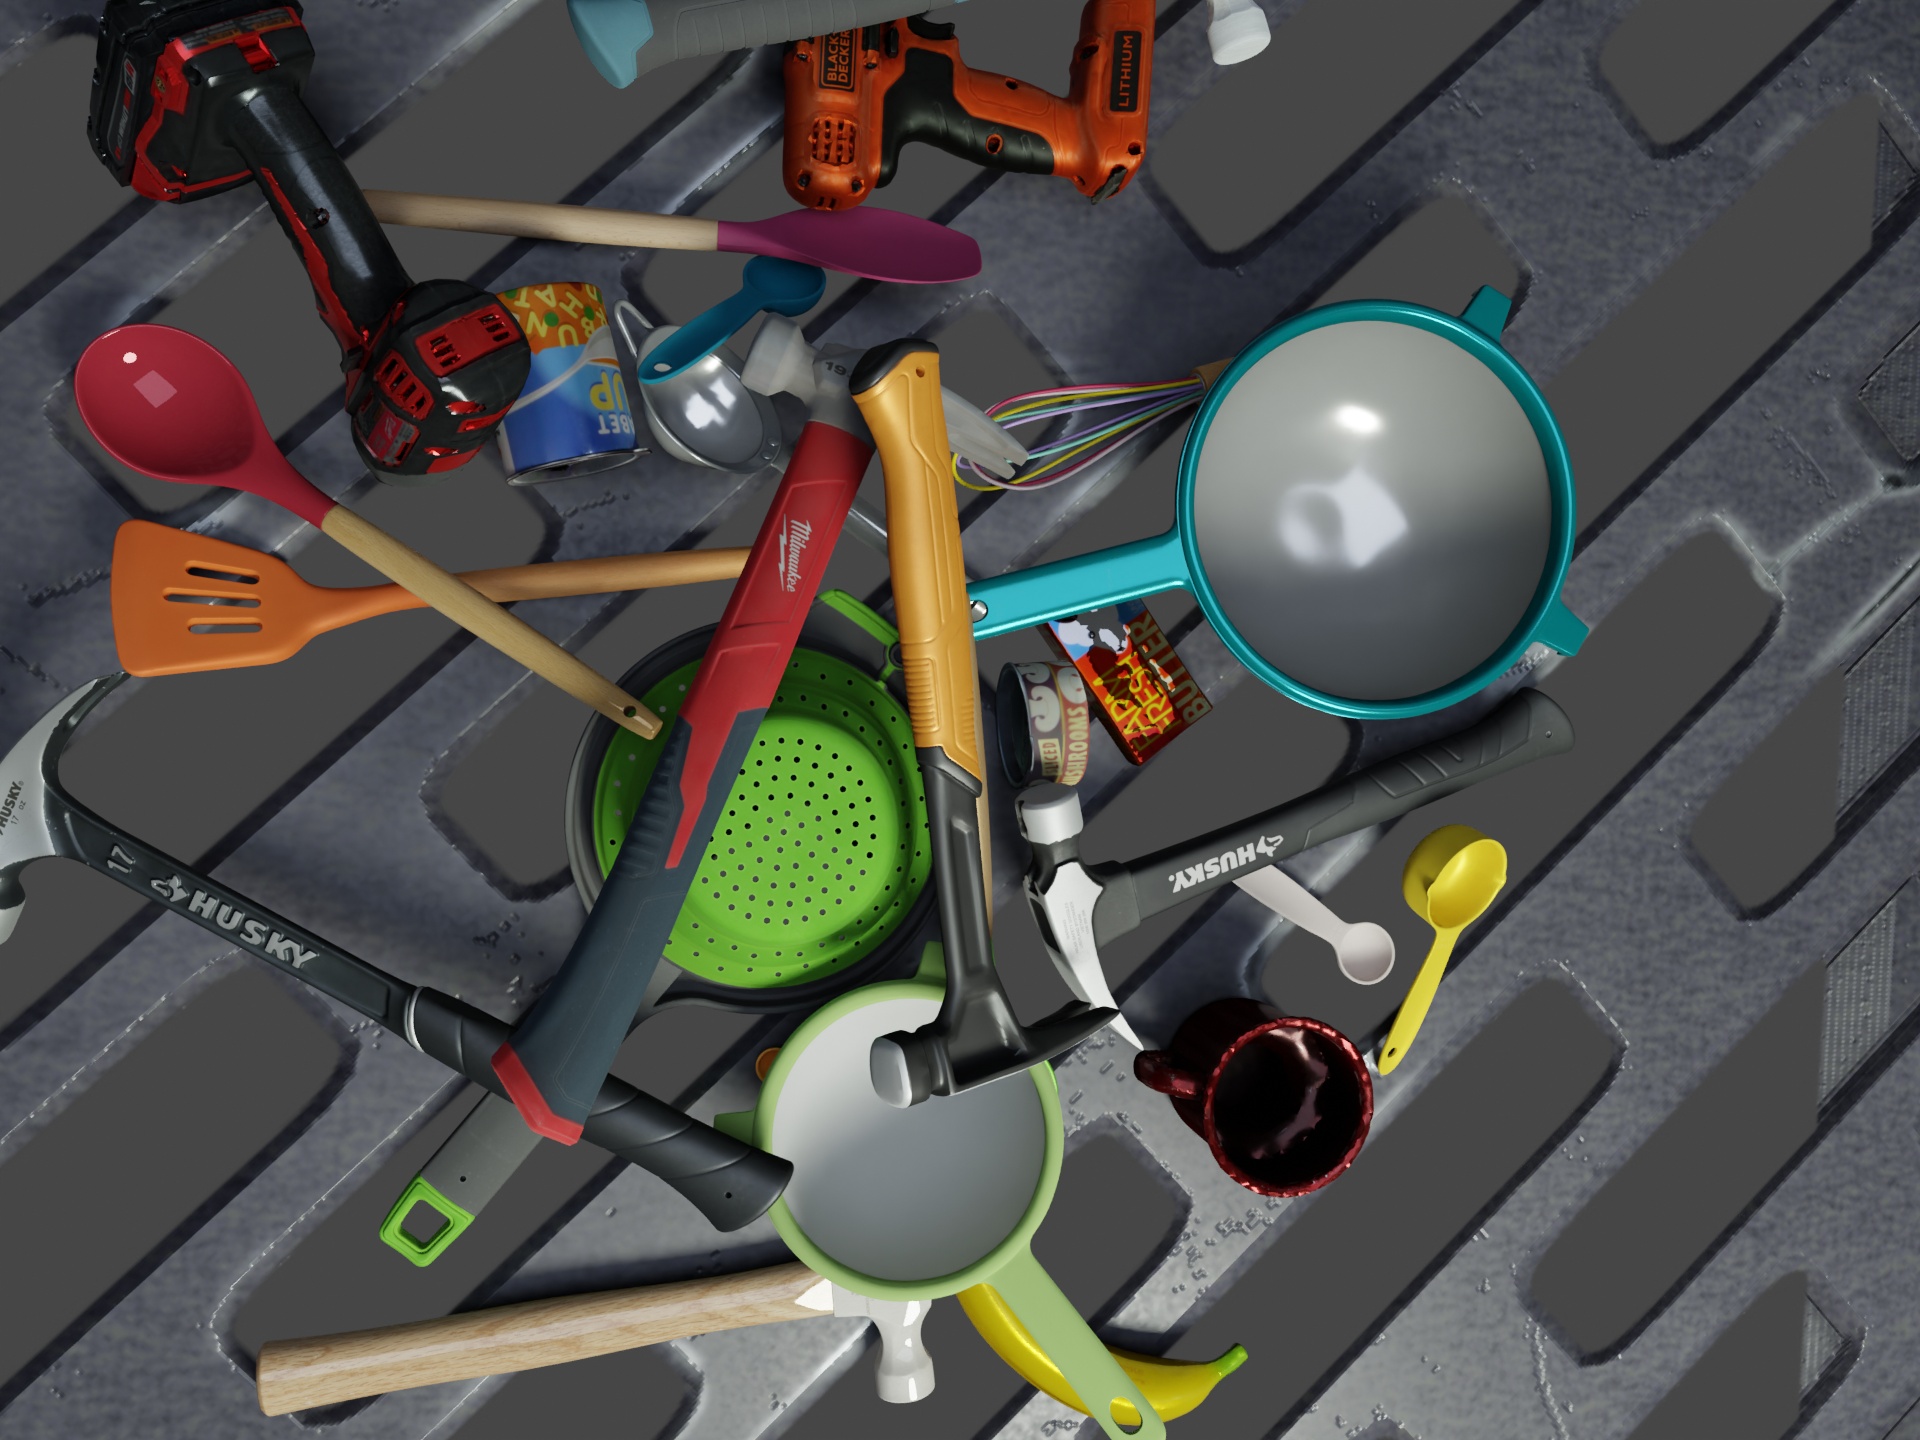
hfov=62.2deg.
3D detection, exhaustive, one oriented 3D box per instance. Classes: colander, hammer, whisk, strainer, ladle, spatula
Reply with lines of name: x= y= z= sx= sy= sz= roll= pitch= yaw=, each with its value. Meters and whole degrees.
colander: x=-0.143 y=0.112 z=0.774 sx=0.204 sy=0.094 sz=0.397 roll=41 pitch=84 yaw=-10
hammer: x=0.192 y=0.057 z=0.852 sx=0.334 sy=0.035 sz=0.146 roll=-19 pitch=108 yaw=-18
hammer: x=-0.179 y=0.302 z=0.806 sx=0.331 sy=0.031 sz=0.130 roll=-5 pitch=93 yaw=-11
whisk: x=0.106 y=-0.169 z=0.848 sx=0.245 sy=0.051 sz=0.047 roll=-19 pitch=117 yaw=-14
strainer: x=-0.076 y=-0.117 z=0.808 sx=0.258 sy=0.050 sz=0.087 roll=35 pitch=42 yaw=-16
hammer: x=-0.019 y=-0.353 z=0.758 sx=0.331 sy=0.033 sz=0.128 roll=-16 pitch=91 yaw=-11
ladle: x=-0.273 y=-0.082 z=0.745 sx=0.315 sy=0.031 sz=0.069 roll=34 pitch=81 yaw=1
spatula: x=-0.233 y=-0.069 z=0.776 sx=0.322 sy=0.041 sz=0.081 roll=-7 pitch=69 yaw=-13
strainer: x=0.143 y=-0.090 z=0.829 sx=0.340 sy=0.095 sz=0.211 roll=-15 pitch=93 yaw=-7
hammer: x=-0.263 y=0.123 z=0.732 sx=0.409 sy=0.036 sz=0.149 roll=28 pitch=101 yaw=-2
strainer: x=0.009 y=0.246 z=0.780 sx=0.151 sy=0.069 sz=0.256 roll=-39 pitch=77 yaw=-8
hammer: x=-0.093 y=0.004 z=0.712 sx=0.143 sy=0.038 sz=0.386 roll=24 pitch=70 yaw=-10
hammer: x=-0.001 y=-0.002 z=0.724 sx=0.127 sy=0.034 sz=0.337 roll=-11 pitch=98 yaw=-35

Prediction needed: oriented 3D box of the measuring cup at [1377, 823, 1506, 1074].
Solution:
measuring cup: x=0.253 y=0.126 z=0.878 sx=0.062 sy=0.029 sz=0.156 roll=-2 pitch=119 yaw=-33

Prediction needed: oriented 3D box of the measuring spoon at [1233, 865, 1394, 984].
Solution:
measuring spoon: x=0.187 y=0.104 z=0.885 sx=0.124 sy=0.018 sz=0.034 roll=35 pitch=77 yaw=-4

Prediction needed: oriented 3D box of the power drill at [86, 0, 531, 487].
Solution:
power drill: x=-0.288 y=-0.207 z=0.716 sx=0.078 sy=0.143 sz=0.219 roll=-39 pitch=97 yaw=-35

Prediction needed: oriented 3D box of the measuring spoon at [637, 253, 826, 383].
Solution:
measuring spoon: x=-0.114 y=-0.192 z=0.782 sx=0.042 sy=0.021 sz=0.129 roll=31 pitch=53 yaw=16

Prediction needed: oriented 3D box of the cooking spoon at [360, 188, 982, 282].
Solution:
cooking spoon: x=-0.147 y=-0.244 z=0.792 sx=0.319 sy=0.069 sz=0.017 roll=3 pitch=136 yaw=-9

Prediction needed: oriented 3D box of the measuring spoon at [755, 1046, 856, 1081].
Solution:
measuring spoon: x=-0.053 y=0.163 z=0.839 sx=0.117 sy=0.011 sz=0.021 roll=-19 pitch=99 yaw=-14

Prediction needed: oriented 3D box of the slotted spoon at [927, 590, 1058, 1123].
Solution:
slotted spoon: x=0.009 y=0.086 z=0.801 sx=0.070 sy=0.031 sz=0.313 roll=-1 pitch=109 yaw=9
